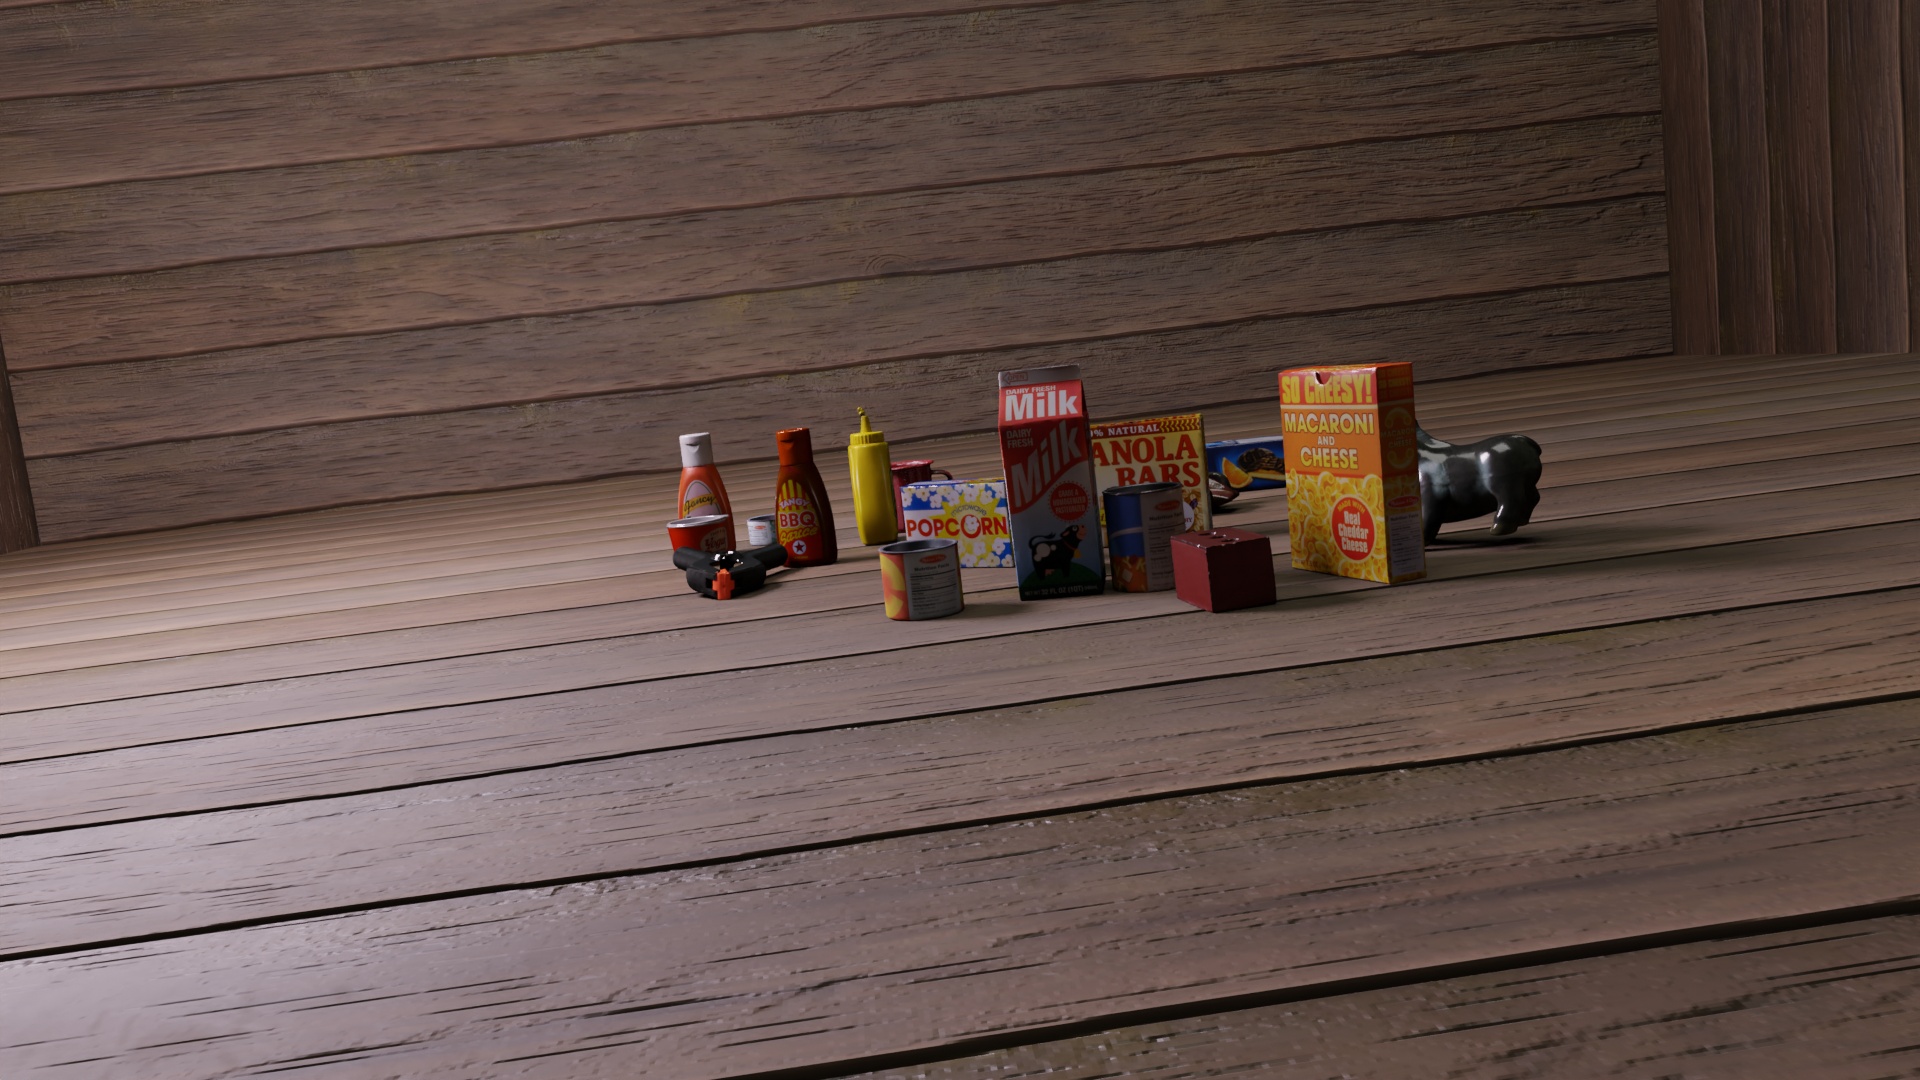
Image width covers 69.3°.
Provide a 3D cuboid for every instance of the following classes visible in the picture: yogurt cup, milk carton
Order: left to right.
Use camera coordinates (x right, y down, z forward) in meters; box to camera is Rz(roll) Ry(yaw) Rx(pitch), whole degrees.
[{"bbox_3d":[-0.302,0.002,1.605,0.072,0.054,0.072,-6,7,1],"label":"yogurt cup"},{"bbox_3d":[0.077,-0.051,1.175,0.072,0.190,0.073,-5,7,9],"label":"milk carton"}]

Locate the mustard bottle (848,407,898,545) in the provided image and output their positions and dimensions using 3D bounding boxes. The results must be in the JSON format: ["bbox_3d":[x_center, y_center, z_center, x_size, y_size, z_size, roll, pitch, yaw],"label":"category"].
[{"bbox_3d":[-0.104,-0.076,1.622,0.049,0.160,0.065,-7,7,-4],"label":"mustard bottle"}]

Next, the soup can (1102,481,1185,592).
[{"bbox_3d":[0.154,-0.004,1.161,0.071,0.083,0.071,-6,7,1],"label":"soup can"}]

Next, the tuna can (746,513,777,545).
[{"bbox_3d":[-0.232,-0.015,1.751,0.071,0.032,0.071,-6,8,1],"label":"tuna can"}]

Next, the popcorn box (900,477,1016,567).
[{"bbox_3d":[0.005,-0.017,1.378,0.126,0.085,0.038,-1,9,34],"label":"popcorn box"}]

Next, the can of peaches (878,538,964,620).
[{"bbox_3d":[-0.032,0.032,1.152,0.071,0.058,0.071,-6,7,1],"label":"can of peaches"}]

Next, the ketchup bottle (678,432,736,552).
[{"bbox_3d":[-0.309,-0.054,1.668,0.065,0.148,0.043,-6,7,2],"label":"ketchup bottle"}]

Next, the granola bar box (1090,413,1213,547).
[{"bbox_3d":[0.166,-0.058,1.397,0.165,0.124,0.039,-4,7,16],"label":"granola bar box"}]

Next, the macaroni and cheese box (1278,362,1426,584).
[{"bbox_3d":[0.310,-0.056,1.107,0.040,0.166,0.123,-9,8,-22],"label":"macaroni and cheese box"}]

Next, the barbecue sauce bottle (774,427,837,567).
[{"bbox_3d":[-0.173,-0.047,1.506,0.065,0.148,0.044,-4,8,20],"label":"barbecue sauce bottle"}]
